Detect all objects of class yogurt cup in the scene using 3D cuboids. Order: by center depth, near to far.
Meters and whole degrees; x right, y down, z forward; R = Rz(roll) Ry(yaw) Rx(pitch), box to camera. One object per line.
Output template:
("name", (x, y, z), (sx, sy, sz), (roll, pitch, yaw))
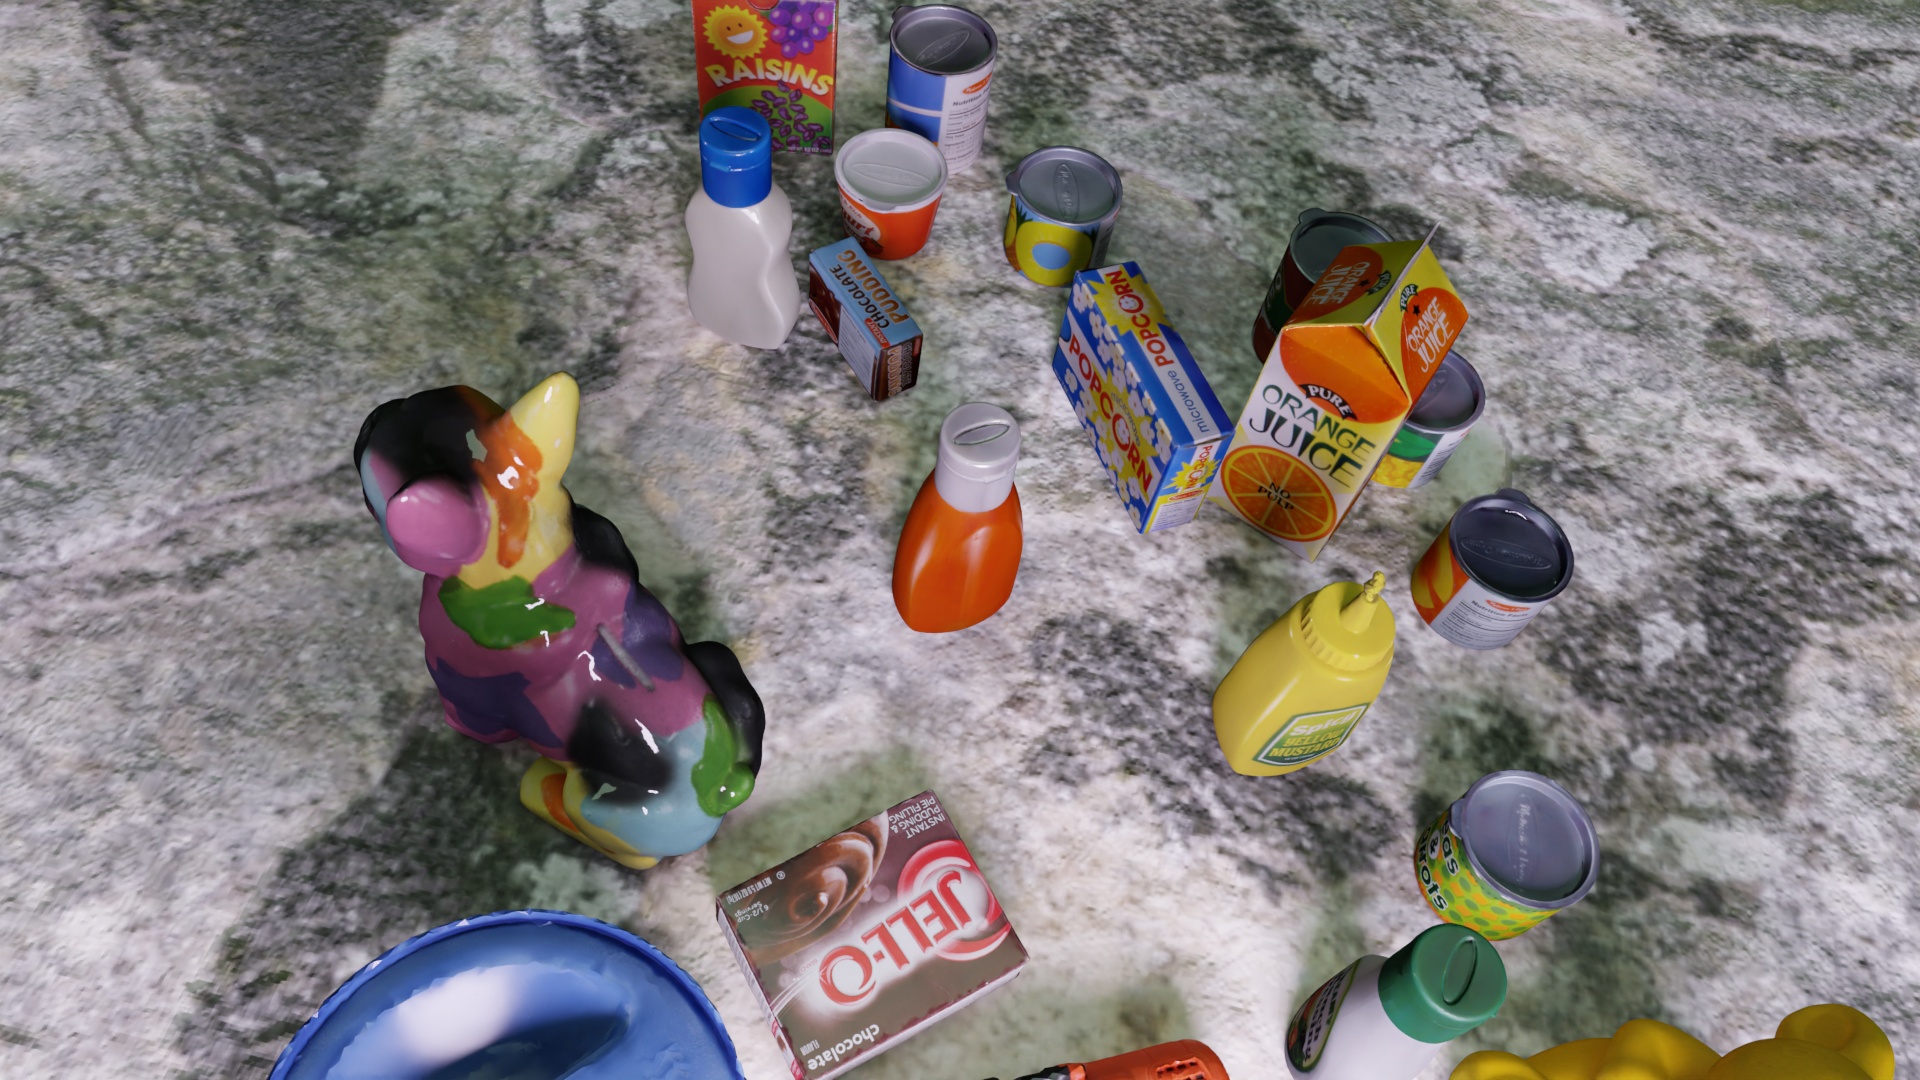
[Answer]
("yogurt cup", (-0.043, -0.209, 0.847), (0.072, 0.053, 0.073), (3, 58, -5))

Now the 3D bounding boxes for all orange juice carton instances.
("orange juice carton", (0.195, -0.077, 0.713), (0.073, 0.191, 0.072), (33, 61, 13))

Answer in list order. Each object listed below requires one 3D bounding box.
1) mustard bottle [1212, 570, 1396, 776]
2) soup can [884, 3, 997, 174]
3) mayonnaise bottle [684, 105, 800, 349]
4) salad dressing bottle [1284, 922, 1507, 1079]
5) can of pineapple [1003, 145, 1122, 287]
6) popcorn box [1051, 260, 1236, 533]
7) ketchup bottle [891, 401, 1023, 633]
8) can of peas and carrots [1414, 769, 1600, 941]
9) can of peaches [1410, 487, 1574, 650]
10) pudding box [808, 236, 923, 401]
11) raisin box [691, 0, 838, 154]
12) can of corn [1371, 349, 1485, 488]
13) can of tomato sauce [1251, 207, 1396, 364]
("mustard bottle", (0.164, 0.060, 0.643), (0.065, 0.159, 0.049), (-9, 60, -12))
("soup can", (-0.016, -0.286, 0.881), (0.071, 0.083, 0.071), (3, 58, -5))
("mayonnaise bottle", (-0.120, -0.168, 0.757), (0.065, 0.147, 0.041), (21, 59, 6))
("salad dressing bottle", (0.175, 0.194, 0.568), (0.044, 0.147, 0.064), (29, 60, 11))
("can of pineapple", (0.060, -0.198, 0.851), (0.071, 0.057, 0.071), (3, 58, -5))
("popcorn box", (0.097, -0.079, 0.765), (0.038, 0.084, 0.127), (-16, 62, -16))
("ketchup bottle", (0.002, -0.008, 0.672), (0.065, 0.148, 0.044), (-18, 62, -17))
("can of peas and carrots", (0.255, 0.150, 0.658), (0.071, 0.058, 0.071), (3, 58, -5))
("can of peaches", (0.284, 0.016, 0.745), (0.071, 0.057, 0.071), (3, 58, -5))
("pudding box", (-0.056, -0.128, 0.798), (0.030, 0.049, 0.084), (-25, 65, -20))
("raisin box", (-0.119, -0.297, 0.852), (0.086, 0.122, 0.040), (4, 58, -4))
("can of corn", (0.255, -0.074, 0.797), (0.071, 0.058, 0.071), (3, 58, -5))
("can of tomato sauce", (0.213, -0.142, 0.820), (0.071, 0.082, 0.071), (3, 58, -5))
